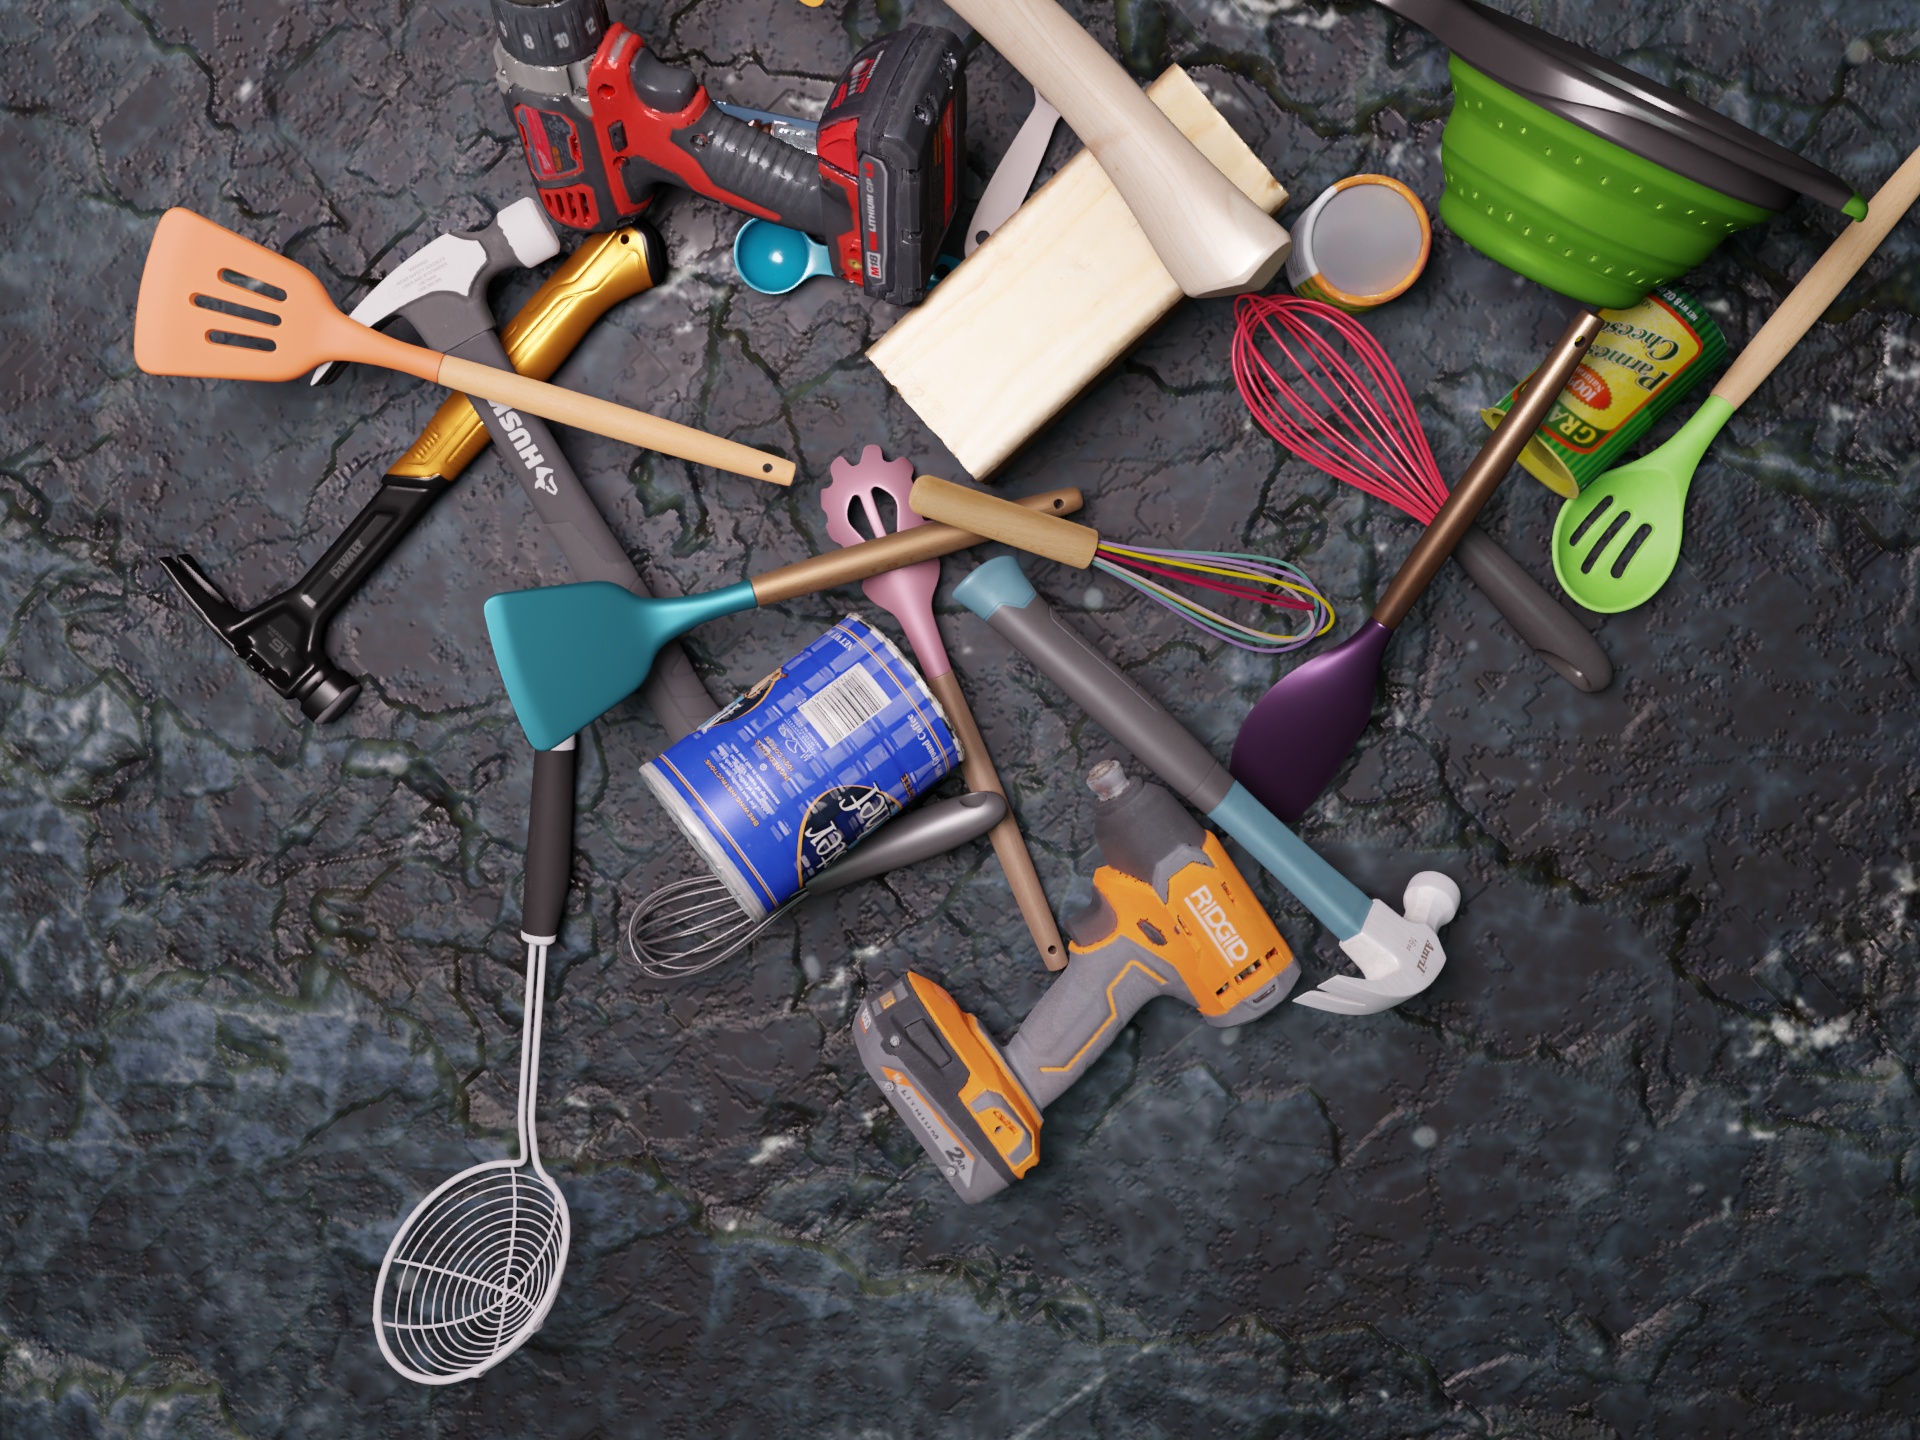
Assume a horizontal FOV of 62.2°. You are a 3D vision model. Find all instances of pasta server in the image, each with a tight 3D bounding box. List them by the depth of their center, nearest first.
[{"bbox_3d":[-0.001,-0.003,0.898,0.060,0.040,0.316,-21,101,5],"label":"pasta server"}]

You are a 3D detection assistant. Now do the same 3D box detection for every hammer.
[{"bbox_3d":[0.014,-0.362,0.763,0.411,0.038,0.146,48,116,12],"label":"hammer"},{"bbox_3d":[0.129,0.031,0.850,0.331,0.128,0.033,42,136,-3],"label":"hammer"},{"bbox_3d":[-0.210,-0.097,0.865,0.146,0.035,0.334,-28,104,2],"label":"hammer"},{"bbox_3d":[-0.292,-0.157,0.884,0.127,0.034,0.337,44,97,-5],"label":"hammer"}]

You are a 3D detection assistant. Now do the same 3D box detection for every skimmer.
[{"bbox_3d":[-0.266,0.186,0.902,0.127,0.090,0.363,10,97,33],"label":"skimmer"}]

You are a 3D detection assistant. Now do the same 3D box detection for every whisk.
[{"bbox_3d":[0.091,-0.087,0.848,0.245,0.047,0.051,17,90,-14],"label":"whisk"},{"bbox_3d":[0.249,-0.119,0.853,0.295,0.073,0.073,44,98,-9],"label":"whisk"},{"bbox_3d":[-0.084,0.089,0.894,0.239,0.055,0.055,-22,97,10],"label":"whisk"}]

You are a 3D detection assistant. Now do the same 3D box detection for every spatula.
[{"bbox_3d":[-0.240,-0.170,0.806,0.322,0.041,0.081,15,100,-10],"label":"spatula"},{"bbox_3d":[-0.082,-0.071,0.831,0.317,0.044,0.082,-18,102,-9],"label":"spatula"},{"bbox_3d":[0.235,-0.074,0.837,0.060,0.018,0.315,28,117,-3],"label":"spatula"}]

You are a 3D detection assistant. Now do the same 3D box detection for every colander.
[{"bbox_3d":[0.234,-0.306,0.787,0.397,0.204,0.094,30,122,8],"label":"colander"}]

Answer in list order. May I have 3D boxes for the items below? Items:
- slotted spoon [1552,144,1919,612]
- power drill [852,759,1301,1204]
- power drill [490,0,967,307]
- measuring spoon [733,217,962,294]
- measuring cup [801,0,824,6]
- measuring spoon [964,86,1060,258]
[{"bbox_3d":[0.426,-0.189,0.850,0.070,0.031,0.314,38,96,-3],"label":"slotted spoon"},{"bbox_3d":[0.054,0.137,0.872,0.226,0.084,0.164,-35,101,-4],"label":"power drill"},{"bbox_3d":[-0.115,-0.298,0.750,0.227,0.187,0.080,16,62,8],"label":"power drill"},{"bbox_3d":[-0.059,-0.251,0.871,0.128,0.021,0.042,4,109,-7],"label":"measuring spoon"},{"bbox_3d":[-0.102,-0.409,0.765,0.095,0.052,0.174,-36,84,26],"label":"measuring cup"},{"bbox_3d":[0.035,-0.304,0.860,0.034,0.018,0.124,29,105,-2],"label":"measuring spoon"}]
